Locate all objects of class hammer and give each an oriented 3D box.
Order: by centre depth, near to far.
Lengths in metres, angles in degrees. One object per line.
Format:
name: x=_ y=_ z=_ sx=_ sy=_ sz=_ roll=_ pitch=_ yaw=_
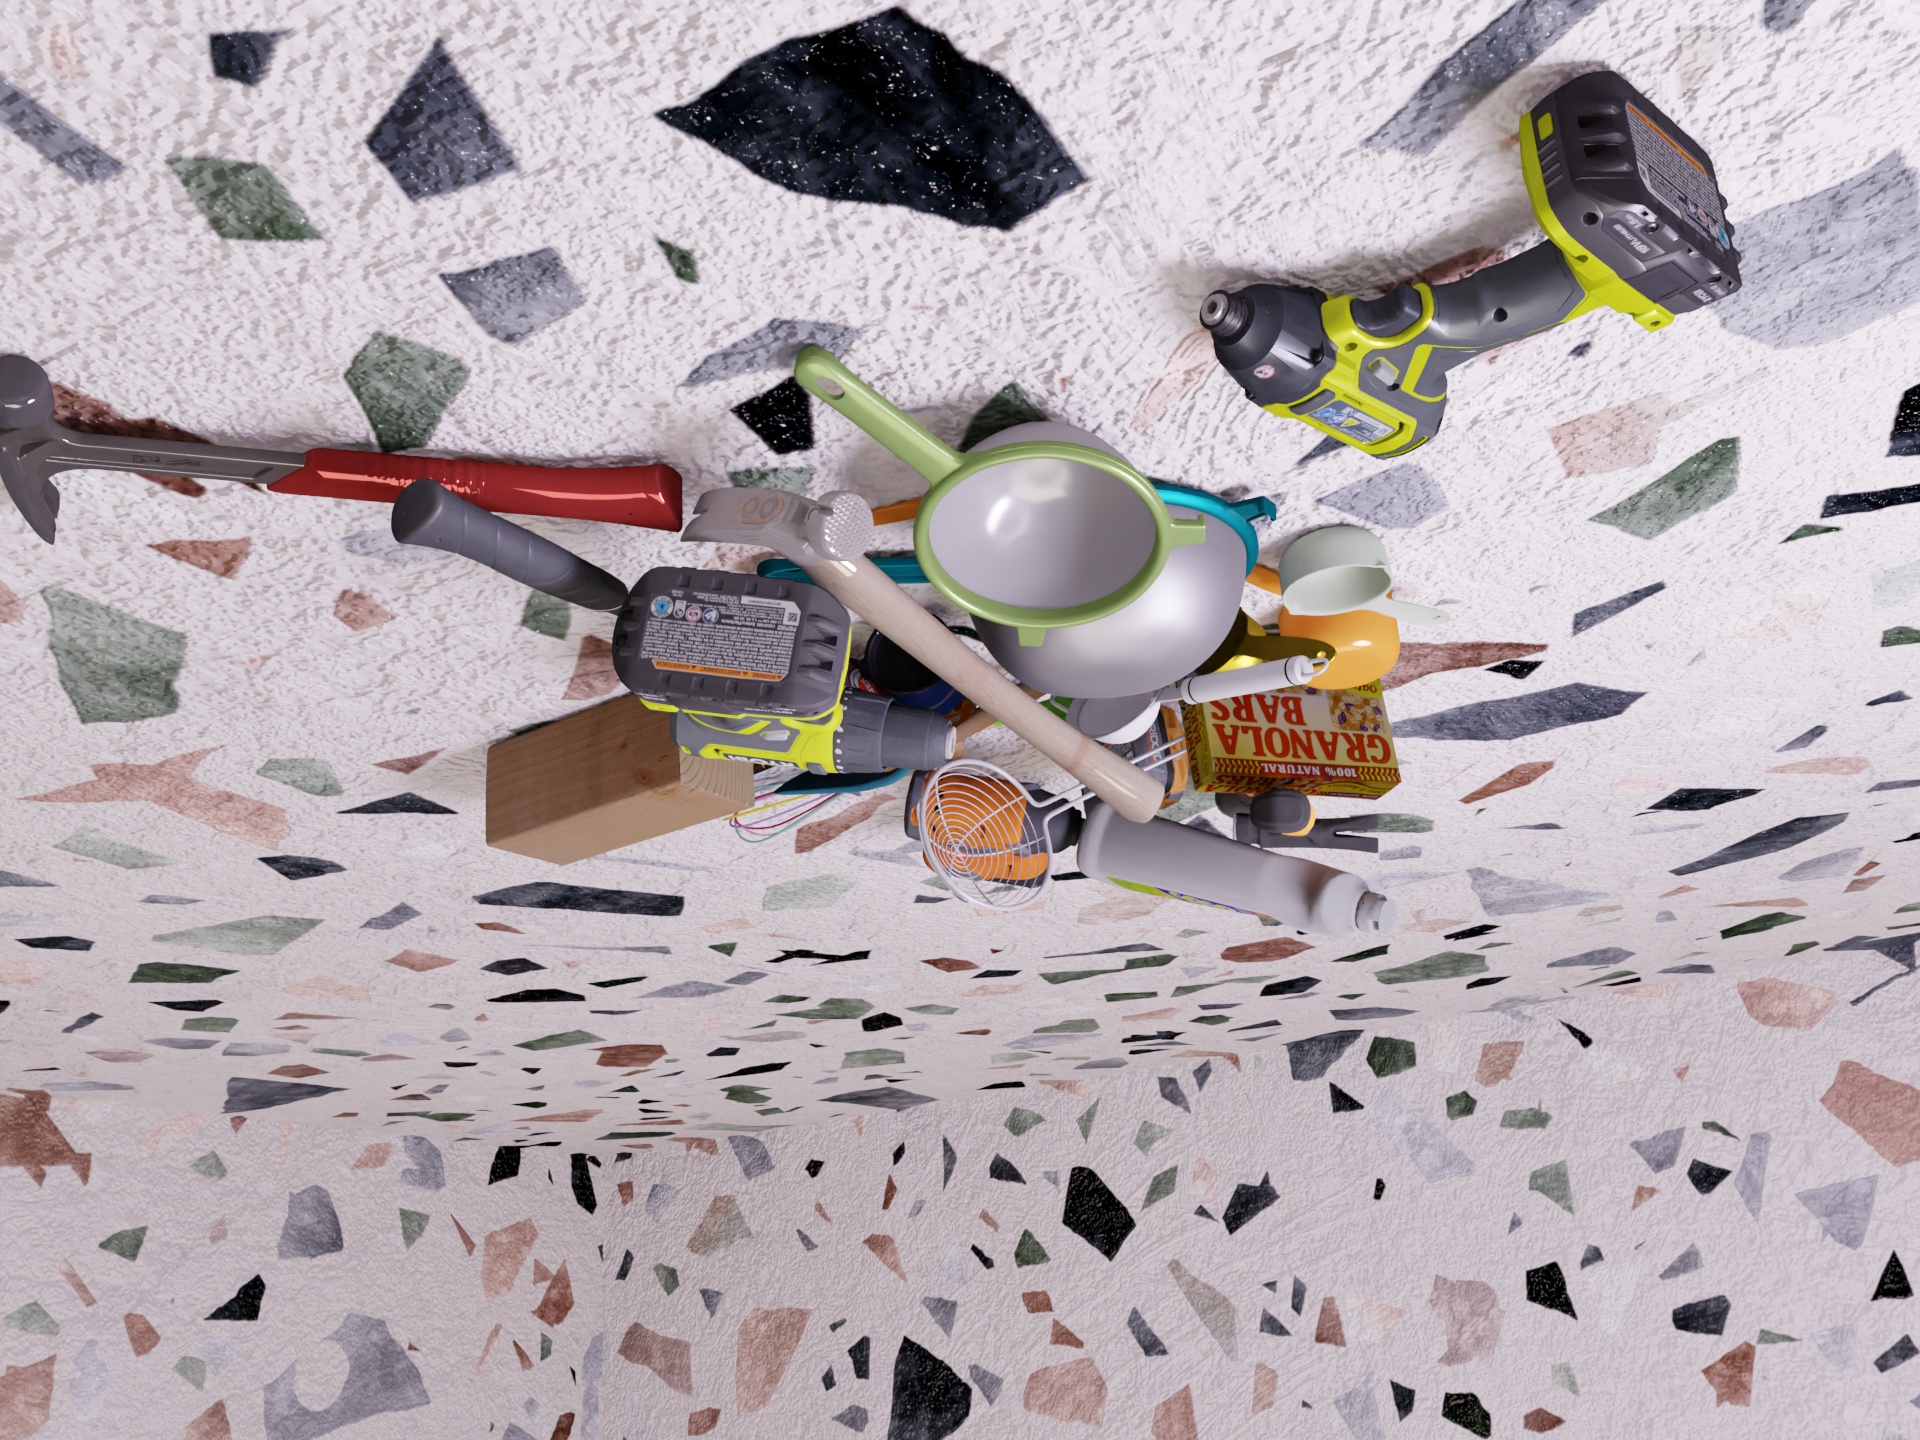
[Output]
hammer: x=-0.339 y=-0.133 z=0.900 sx=0.359 sy=0.037 sz=0.149 roll=3 pitch=157 yaw=-18
hammer: x=-0.210 y=-0.074 z=1.008 sx=0.149 sy=0.036 sz=0.408 roll=-15 pitch=164 yaw=17
hammer: x=0.001 y=-0.030 z=1.028 sx=0.146 sy=0.038 sz=0.410 roll=9 pitch=160 yaw=44
hammer: x=0.271 y=0.082 z=1.263 sx=0.127 sy=0.034 sz=0.336 roll=1 pitch=174 yaw=13

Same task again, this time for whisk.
whisk: x=-0.109 y=0.059 z=1.421 sx=0.245 sy=0.051 sz=0.047 roll=-18 pitch=149 yaw=22

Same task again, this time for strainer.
strainer: x=0.010 y=-0.151 z=0.919 sx=0.256 sy=0.069 sz=0.151 roll=32 pitch=134 yaw=-30
strainer: x=0.036 y=-0.068 z=1.063 sx=0.340 sy=0.095 sz=0.211 roll=-1 pitch=158 yaw=-8
strainer: x=0.161 y=-0.018 z=1.132 sx=0.050 sy=0.087 sz=0.258 roll=48 pitch=148 yaw=-21

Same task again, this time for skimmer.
skimmer: x=0.138 y=0.034 z=1.254 sx=0.363 sy=0.127 sz=0.090 roll=-25 pitch=170 yaw=-6

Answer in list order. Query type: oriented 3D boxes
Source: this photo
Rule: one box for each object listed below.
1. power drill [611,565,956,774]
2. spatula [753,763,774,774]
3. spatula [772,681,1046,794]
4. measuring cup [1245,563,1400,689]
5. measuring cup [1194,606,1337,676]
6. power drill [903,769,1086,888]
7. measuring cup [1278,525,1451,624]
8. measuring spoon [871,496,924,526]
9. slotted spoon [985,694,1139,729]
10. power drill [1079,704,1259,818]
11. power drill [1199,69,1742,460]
power drill: x=-0.107 y=-0.017 z=1.003 sx=0.190 sy=0.080 sz=0.228 roll=7 pitch=166 yaw=9
spatula: x=-0.177 y=0.039 z=1.307 sx=0.316 sy=0.018 sz=0.059 roll=-18 pitch=162 yaw=29
spatula: x=-0.002 y=-0.004 z=1.250 sx=0.317 sy=0.044 sz=0.082 roll=-29 pitch=-178 yaw=20
measuring cup: x=0.255 y=-0.069 z=1.167 sx=0.173 sy=0.052 sz=0.095 roll=18 pitch=148 yaw=-41
measuring cup: x=0.220 y=-0.045 z=1.118 sx=0.029 sy=0.062 sz=0.157 roll=34 pitch=172 yaw=-25
power drill: x=0.038 y=0.097 z=1.416 sx=0.164 sy=0.084 sz=0.226 roll=9 pitch=169 yaw=4
measuring cup: x=0.292 y=-0.099 z=1.127 sx=0.167 sy=0.038 sz=0.083 roll=10 pitch=153 yaw=-38
measuring spoon: x=-0.047 y=-0.127 z=1.012 sx=0.117 sy=0.011 sz=0.021 roll=-11 pitch=157 yaw=14
slotted spoon: x=0.006 y=0.000 z=1.297 sx=0.314 sy=0.070 sz=0.031 roll=-9 pitch=127 yaw=23
power drill: x=0.217 y=0.047 z=1.419 sx=0.226 sy=0.084 sz=0.185 roll=0 pitch=160 yaw=-23
power drill: x=0.243 y=-0.212 z=0.786 sx=0.171 sy=0.080 sz=0.223 roll=14 pitch=154 yaw=-39
